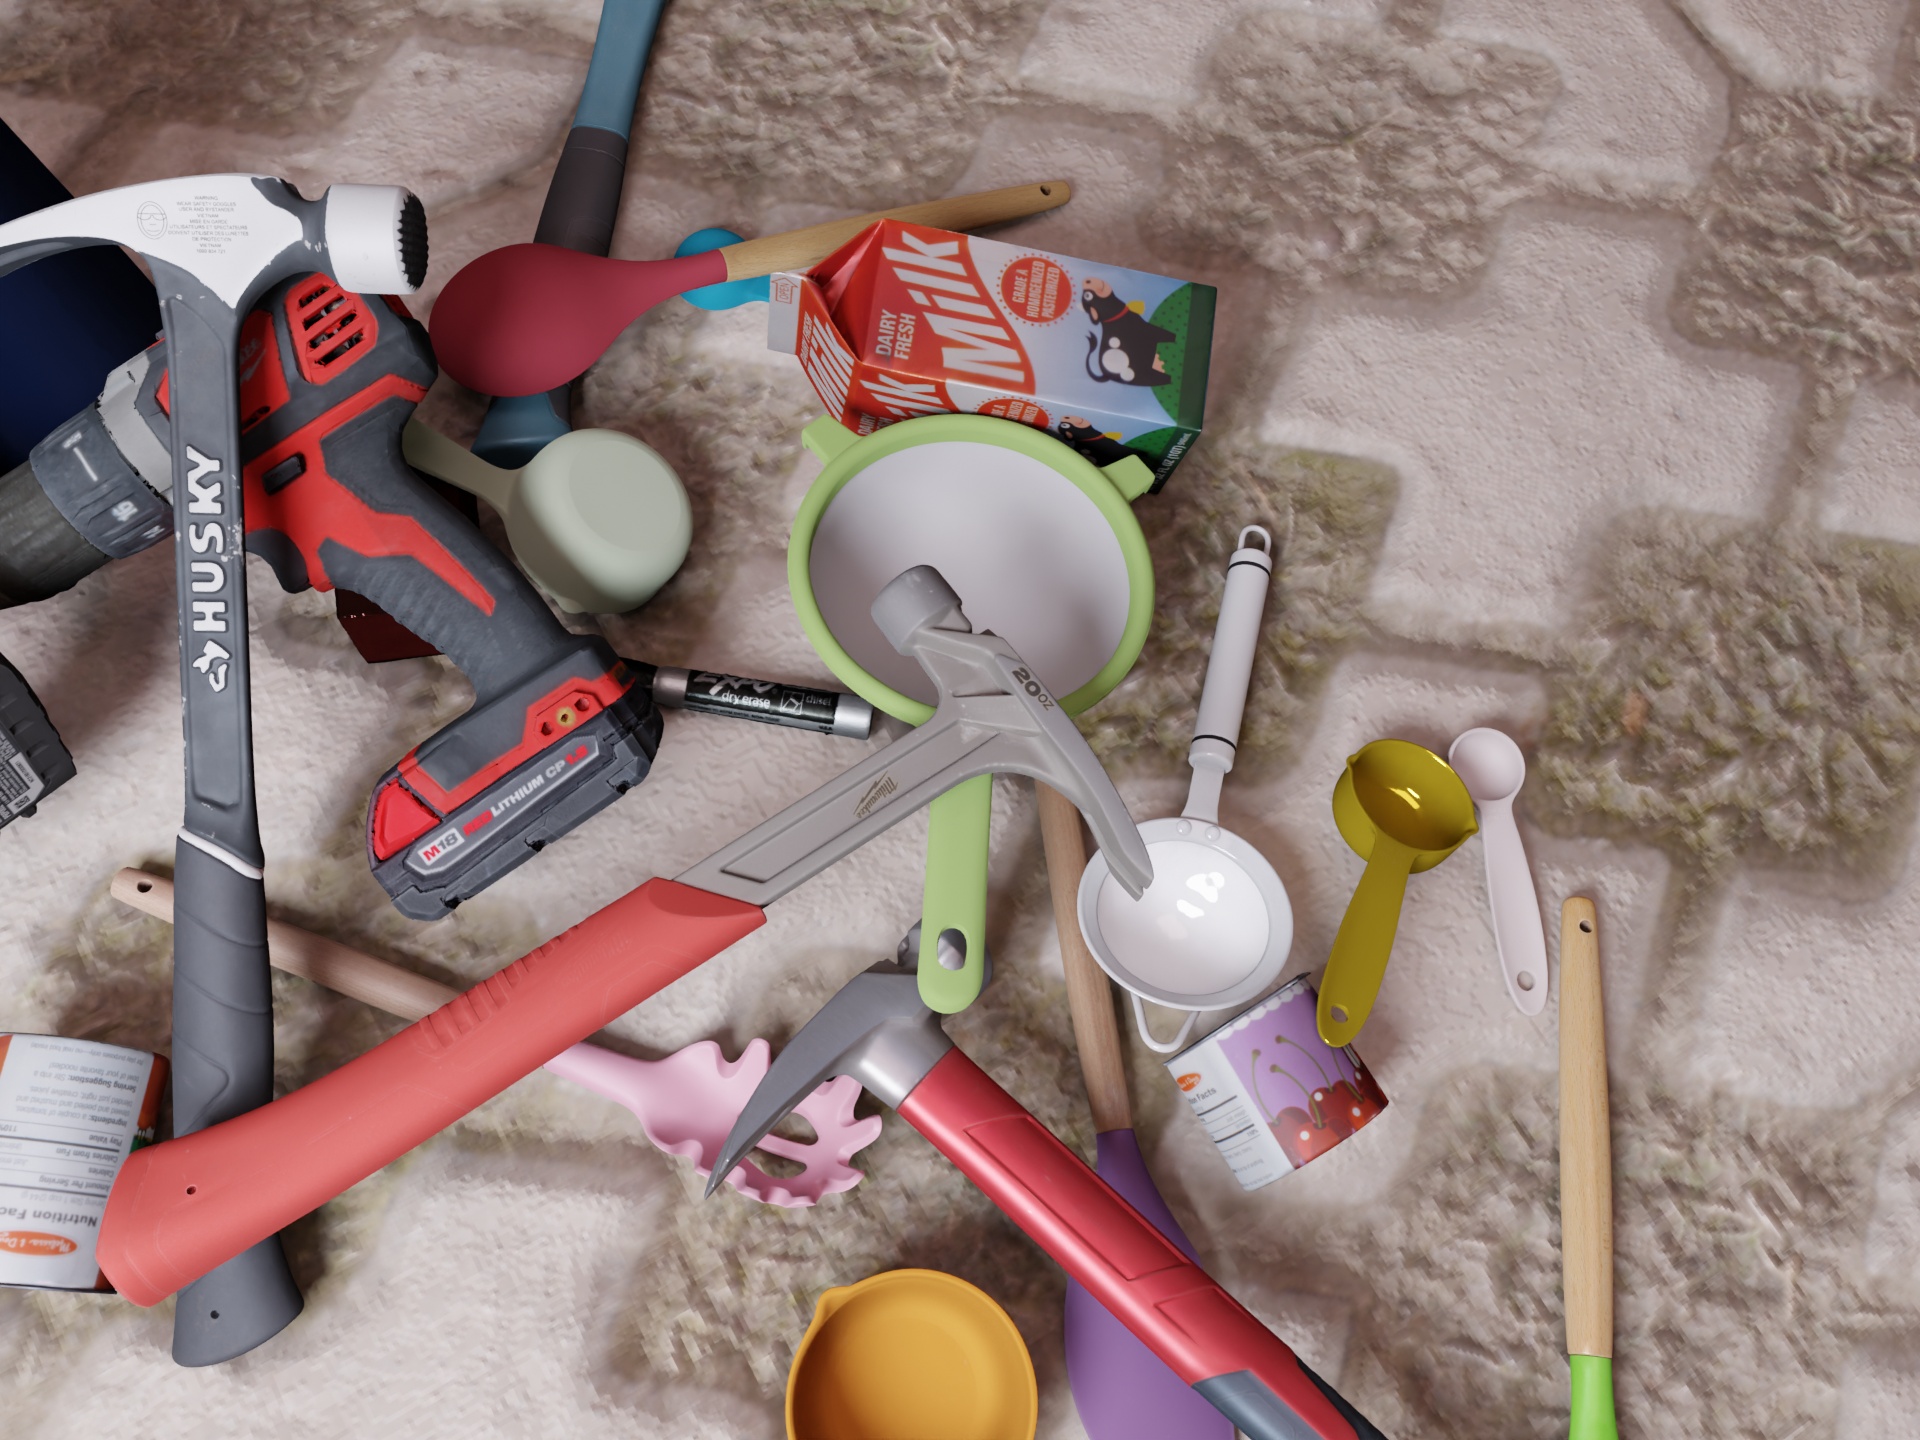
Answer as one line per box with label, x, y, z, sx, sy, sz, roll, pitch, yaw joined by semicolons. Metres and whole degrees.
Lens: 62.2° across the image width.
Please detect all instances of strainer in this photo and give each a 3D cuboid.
strainer;-0.001;-0.002;0.649;0.151;0.069;0.257;6;65;-6
strainer;0.106;0.023;0.672;0.087;0.050;0.259;14;63;5

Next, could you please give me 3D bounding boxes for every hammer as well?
hammer;-0.113;0.089;0.546;0.359;0.036;0.149;-32;74;-15
hammer;-0.259;0.025;0.543;0.149;0.036;0.409;2;97;-3
hammer;0.090;0.234;0.548;0.386;0.038;0.143;41;46;10
hammer;-0.173;-0.264;0.755;0.128;0.033;0.331;9;69;-3

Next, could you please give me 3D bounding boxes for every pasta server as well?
pasta server;-0.183;0.114;0.611;0.316;0.040;0.060;20;57;4

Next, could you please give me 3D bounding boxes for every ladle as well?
ladle;-0.085;-0.212;0.728;0.315;0.031;0.069;-20;82;-22

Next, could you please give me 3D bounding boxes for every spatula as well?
spatula;0.055;0.138;0.635;0.059;0.018;0.316;-7;71;-5

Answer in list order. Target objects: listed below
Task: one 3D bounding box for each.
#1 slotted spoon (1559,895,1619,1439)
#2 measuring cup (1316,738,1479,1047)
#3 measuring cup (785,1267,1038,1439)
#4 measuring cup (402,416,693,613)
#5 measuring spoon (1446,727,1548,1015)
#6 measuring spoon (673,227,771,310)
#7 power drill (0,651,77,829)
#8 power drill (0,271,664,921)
slotted spoon;0.246;0.220;0.619;0.070;0.031;0.314;8;67;-2
measuring cup;0.165;0.072;0.643;0.062;0.029;0.157;28;53;3
measuring cup;-0.050;0.269;0.560;0.173;0.052;0.095;-40;78;-15
measuring cup;-0.184;-0.104;0.648;0.167;0.038;0.083;27;54;-30
measuring spoon;0.232;0.065;0.684;0.034;0.018;0.124;-5;77;-7
measuring spoon;-0.074;-0.204;0.747;0.128;0.021;0.042;16;69;2
power drill;-0.431;-0.047;0.568;0.228;0.190;0.080;42;63;7
power drill;-0.238;-0.037;0.590;0.188;0.080;0.226;-34;101;-3
